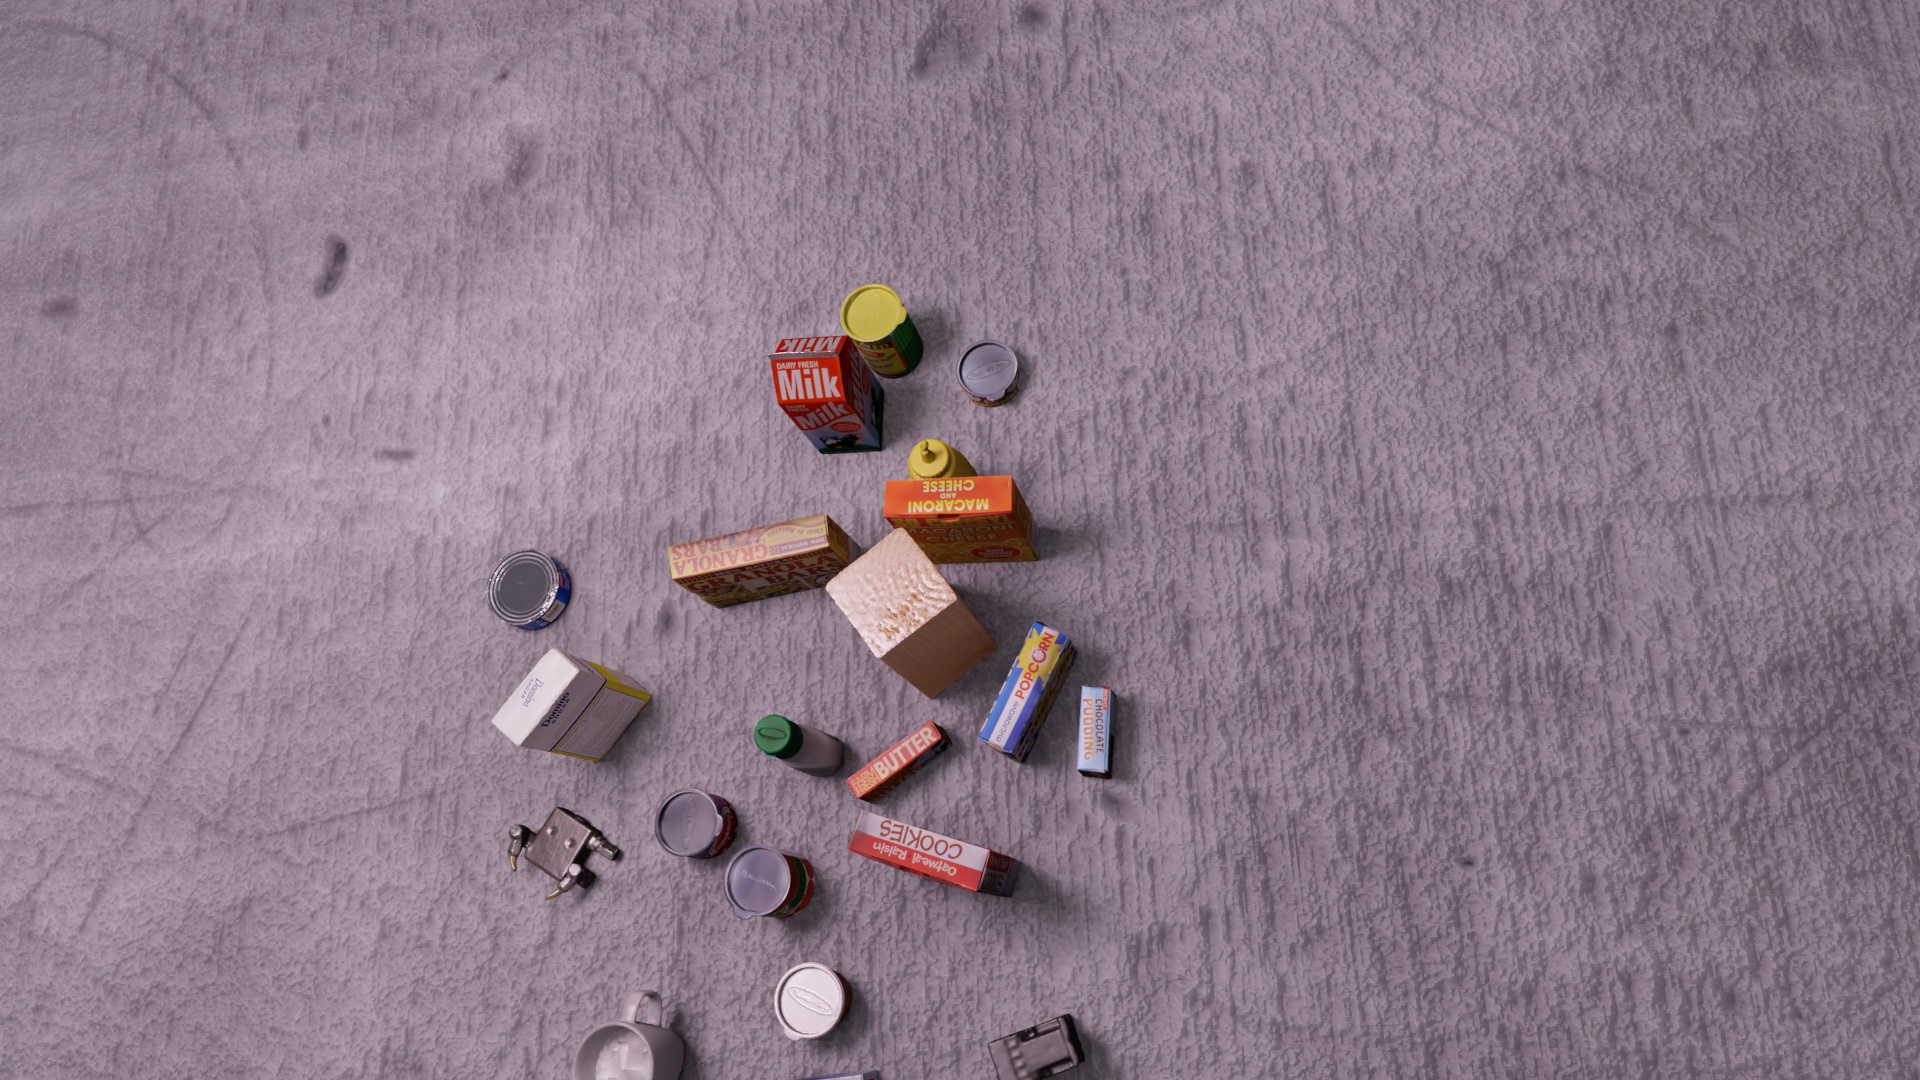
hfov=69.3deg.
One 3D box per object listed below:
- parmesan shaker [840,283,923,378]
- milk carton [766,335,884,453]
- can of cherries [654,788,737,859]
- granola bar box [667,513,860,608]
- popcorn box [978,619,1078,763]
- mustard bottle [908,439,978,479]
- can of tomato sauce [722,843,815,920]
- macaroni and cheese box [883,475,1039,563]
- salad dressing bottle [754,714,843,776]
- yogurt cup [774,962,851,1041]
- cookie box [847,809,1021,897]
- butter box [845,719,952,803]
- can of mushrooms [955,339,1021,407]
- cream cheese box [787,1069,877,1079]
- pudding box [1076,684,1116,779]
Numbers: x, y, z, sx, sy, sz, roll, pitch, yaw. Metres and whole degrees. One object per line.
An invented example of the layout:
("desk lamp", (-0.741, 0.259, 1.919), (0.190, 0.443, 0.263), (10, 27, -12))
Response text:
("parmesan shaker", (-0.079, -0.220, 1.476), (0.071, 0.103, 0.071), (-3, 73, 11))
("milk carton", (-0.135, -0.154, 1.421), (0.072, 0.190, 0.073), (-2, 73, 12))
("can of cherries", (-0.260, 0.284, 1.383), (0.071, 0.058, 0.071), (-3, 73, 11))
("granola bar box", (-0.196, 0.023, 1.415), (0.165, 0.124, 0.039), (-12, 72, 8))
("popcorn box", (0.067, 0.148, 1.342), (0.038, 0.085, 0.127), (24, 80, 18))
("mustard bottle", (-0.022, -0.066, 1.386), (0.065, 0.160, 0.049), (-4, 73, 11))
("can of tomato sauce", (-0.183, 0.331, 1.339), (0.071, 0.083, 0.071), (-3, 73, 11))
("macaroni and cheese box", (0.005, -0.017, 1.362), (0.124, 0.166, 0.040), (-2, 73, 12))
("salad dressing bottle", (-0.157, 0.198, 1.340), (0.064, 0.147, 0.044), (8, 76, 14))
("yogurt cup", (-0.136, 0.434, 1.313), (0.072, 0.054, 0.072), (-3, 73, 11))
("cookie box", (-0.020, 0.290, 1.272), (0.123, 0.167, 0.040), (14, 77, 16))
("butter box", (-0.059, 0.218, 1.364), (0.103, 0.053, 0.024), (-36, 70, 0))
("can of mushrooms", (0.031, -0.175, 1.476), (0.071, 0.033, 0.071), (-3, 73, 11))
("cream cheese box", (-0.132, 0.511, 1.289), (0.104, 0.053, 0.024), (-10, 72, 9))
("pudding box", (0.131, 0.184, 1.336), (0.030, 0.049, 0.084), (1, 74, 12))
